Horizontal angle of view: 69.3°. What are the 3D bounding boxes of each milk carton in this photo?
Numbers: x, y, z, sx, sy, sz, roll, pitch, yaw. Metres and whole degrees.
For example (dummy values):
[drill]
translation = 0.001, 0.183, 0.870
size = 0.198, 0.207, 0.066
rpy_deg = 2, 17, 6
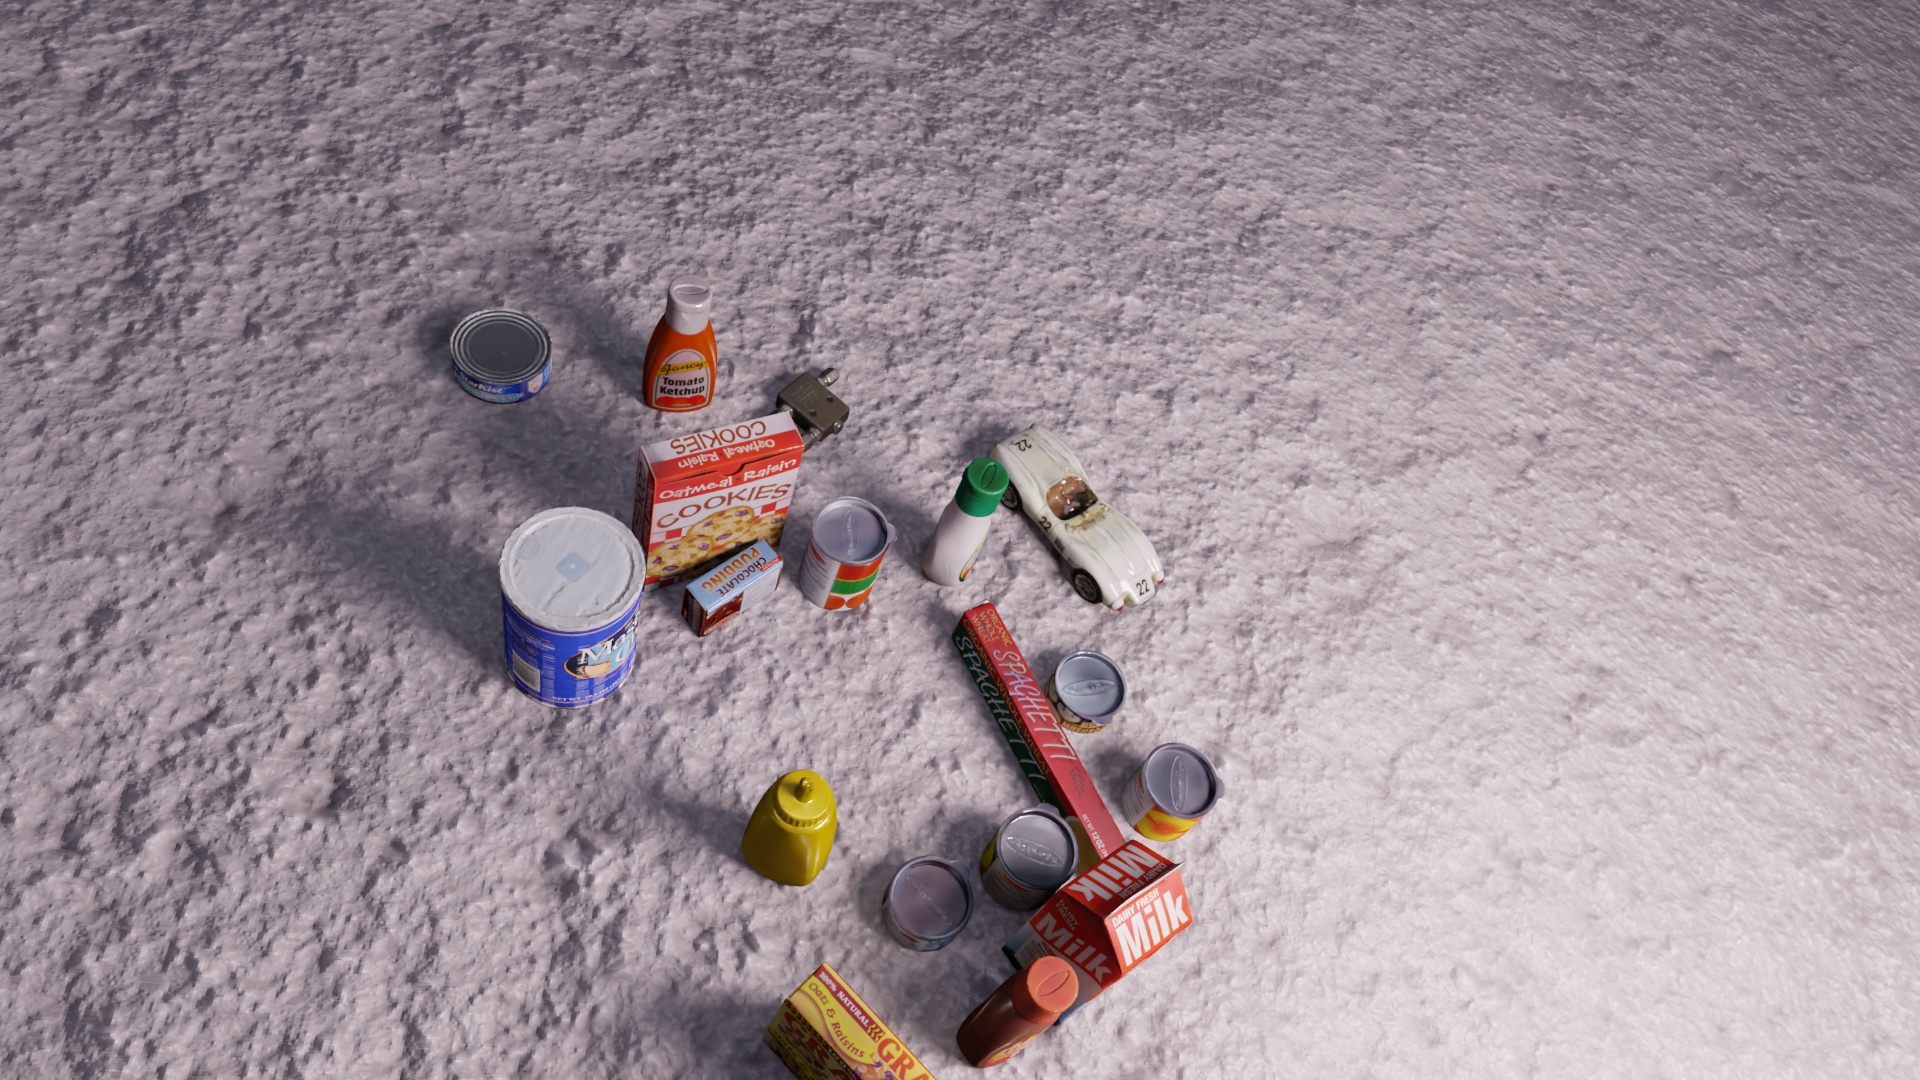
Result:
[milk carton]
translation = 0.102, 0.279, 1.002
size = 0.072, 0.189, 0.073
rpy_deg = -27, 69, -29

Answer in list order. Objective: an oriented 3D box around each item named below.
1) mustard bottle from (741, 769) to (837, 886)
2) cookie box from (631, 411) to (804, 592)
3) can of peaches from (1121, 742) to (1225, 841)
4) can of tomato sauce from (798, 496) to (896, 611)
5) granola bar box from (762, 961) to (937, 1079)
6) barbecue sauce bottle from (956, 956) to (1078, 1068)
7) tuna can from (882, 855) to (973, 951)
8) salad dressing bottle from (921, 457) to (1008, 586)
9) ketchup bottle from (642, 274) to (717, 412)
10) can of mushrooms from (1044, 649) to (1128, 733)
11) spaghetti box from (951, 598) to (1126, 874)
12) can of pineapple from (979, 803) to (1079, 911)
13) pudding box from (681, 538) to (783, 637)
[mustard bottle]
translation = -0.119, 0.202, 1.005
size = 0.065, 0.159, 0.049
rpy_deg = 26, 55, 1
[cookie box]
translation = -0.199, -0.029, 1.124
size = 0.123, 0.166, 0.040
rpy_deg = -17, 65, -25
[can of peaches]
translation = 0.175, 0.209, 1.149
size = 0.071, 0.057, 0.071
rpy_deg = 8, 57, -12
[can of tomato sauce]
translation = -0.097, 0.012, 1.179
size = 0.071, 0.082, 0.071
rpy_deg = 8, 57, -12
[granola bar box]
translation = -0.057, 0.371, 0.937
size = 0.166, 0.123, 0.039
rpy_deg = 43, 57, 13
[barbecue sauce bottle]
translation = 0.043, 0.330, 0.978
size = 0.065, 0.147, 0.044
rpy_deg = -25, 69, -28
[tuna can]
translation = -0.024, 0.276, 1.063
size = 0.071, 0.032, 0.071
rpy_deg = 8, 57, -12
[salad dressing bottle]
translation = 0.004, -0.015, 1.187
size = 0.044, 0.147, 0.064
rpy_deg = 26, 55, 0
[ketchup bottle]
translation = -0.242, -0.171, 1.214
size = 0.065, 0.148, 0.044
rpy_deg = -4, 60, -19
[can of mushrooms]
translation = 0.108, 0.132, 1.193
size = 0.071, 0.033, 0.071
rpy_deg = 8, 57, -12
[spaghetti box]
translation = 0.064, 0.165, 1.149
size = 0.029, 0.050, 0.251
rpy_deg = -18, 65, -26
[can of pineapple]
translation = 0.054, 0.249, 1.088
size = 0.071, 0.057, 0.071
rpy_deg = 8, 57, -12
[pudding box]
translation = -0.189, 0.039, 1.155
size = 0.084, 0.049, 0.030
rpy_deg = -34, 73, -31
